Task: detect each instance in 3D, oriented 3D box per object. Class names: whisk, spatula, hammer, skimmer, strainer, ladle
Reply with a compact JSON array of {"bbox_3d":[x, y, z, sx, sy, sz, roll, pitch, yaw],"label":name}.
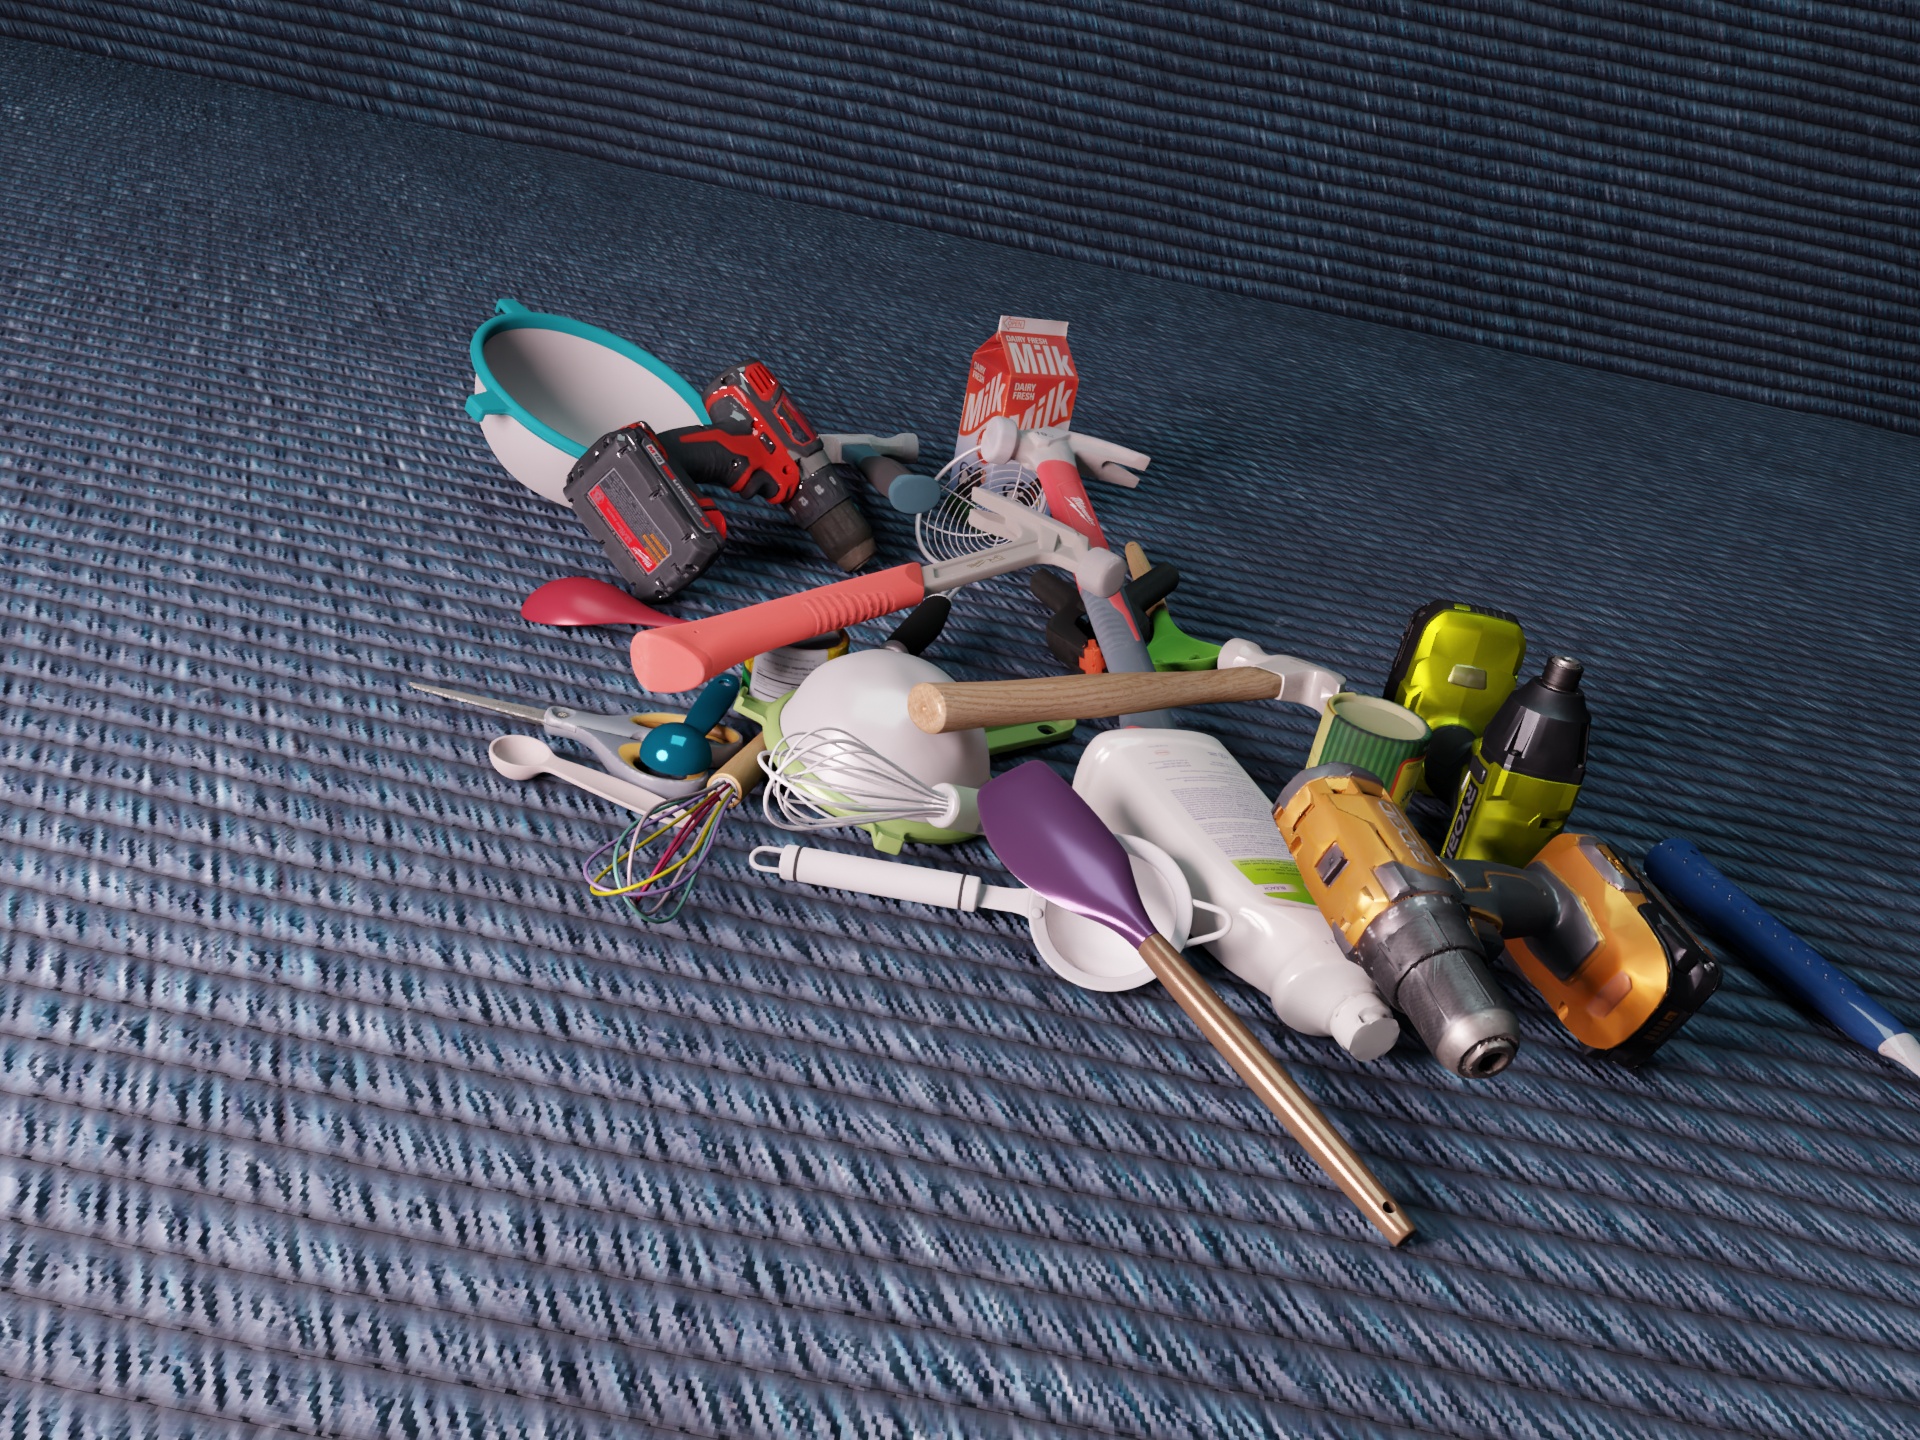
[{"bbox_3d":[-0.015,0.045,0.860,0.246,0.058,0.059,14,16,-49],"label":"whisk"},{"bbox_3d":[0.106,0.128,0.777,0.060,0.018,0.316,-27,53,-20],"label":"spatula"},{"bbox_3d":[0.525,0.186,0.884,0.144,0.035,0.406,2,27,-21],"label":"hammer"},{"bbox_3d":[-0.014,-0.132,1.223,0.127,0.090,0.363,-19,15,22],"label":"skimmer"},{"bbox_3d":[-0.060,-0.085,1.030,0.359,0.036,0.149,-20,39,-41],"label":"hammer"},{"bbox_3d":[-0.002,-0.003,0.984,0.256,0.069,0.152,-10,43,-48],"label":"strainer"},{"bbox_3d":[0.117,-0.097,1.176,0.143,0.038,0.387,10,40,-21],"label":"hammer"},{"bbox_3d":[-0.252,-0.210,1.315,0.340,0.095,0.211,22,32,-23],"label":"strainer"},{"bbox_3d":[0.013,0.093,0.848,0.258,0.050,0.087,9,65,6],"label":"strainer"},{"bbox_3d":[-0.134,0.047,0.875,0.051,0.047,0.245,45,23,-3],"label":"whisk"},{"bbox_3d":[0.112,-0.017,0.975,0.331,0.031,0.130,-5,18,-37],"label":"hammer"},{"bbox_3d":[-0.147,-0.051,1.092,0.315,0.031,0.069,15,25,2],"label":"ladle"},{"bbox_3d":[-0.071,-0.220,1.389,0.128,0.033,0.331,-2,16,-13],"label":"hammer"}]

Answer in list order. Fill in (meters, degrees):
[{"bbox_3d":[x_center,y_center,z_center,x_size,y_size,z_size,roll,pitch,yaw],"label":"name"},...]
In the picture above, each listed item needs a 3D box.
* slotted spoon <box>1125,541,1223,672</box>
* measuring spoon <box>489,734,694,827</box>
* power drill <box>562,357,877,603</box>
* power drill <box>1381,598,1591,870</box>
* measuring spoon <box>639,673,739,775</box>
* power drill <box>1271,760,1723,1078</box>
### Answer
[{"bbox_3d":[0.163,-0.094,1.311,0.070,0.031,0.314,-7,24,1],"label":"slotted spoon"},{"bbox_3d":[-0.208,0.040,0.895,0.124,0.018,0.034,22,26,4],"label":"measuring spoon"},{"bbox_3d":[-0.169,-0.168,1.209,0.188,0.080,0.227,54,38,-5],"label":"power drill"},{"bbox_3d":[0.332,0.012,1.008,0.080,0.171,0.223,11,22,-1],"label":"power drill"},{"bbox_3d":[-0.156,-0.006,0.956,0.042,0.021,0.129,15,28,3],"label":"measuring spoon"},{"bbox_3d":[0.282,0.116,0.811,0.226,0.084,0.186,16,30,-27],"label":"power drill"}]
